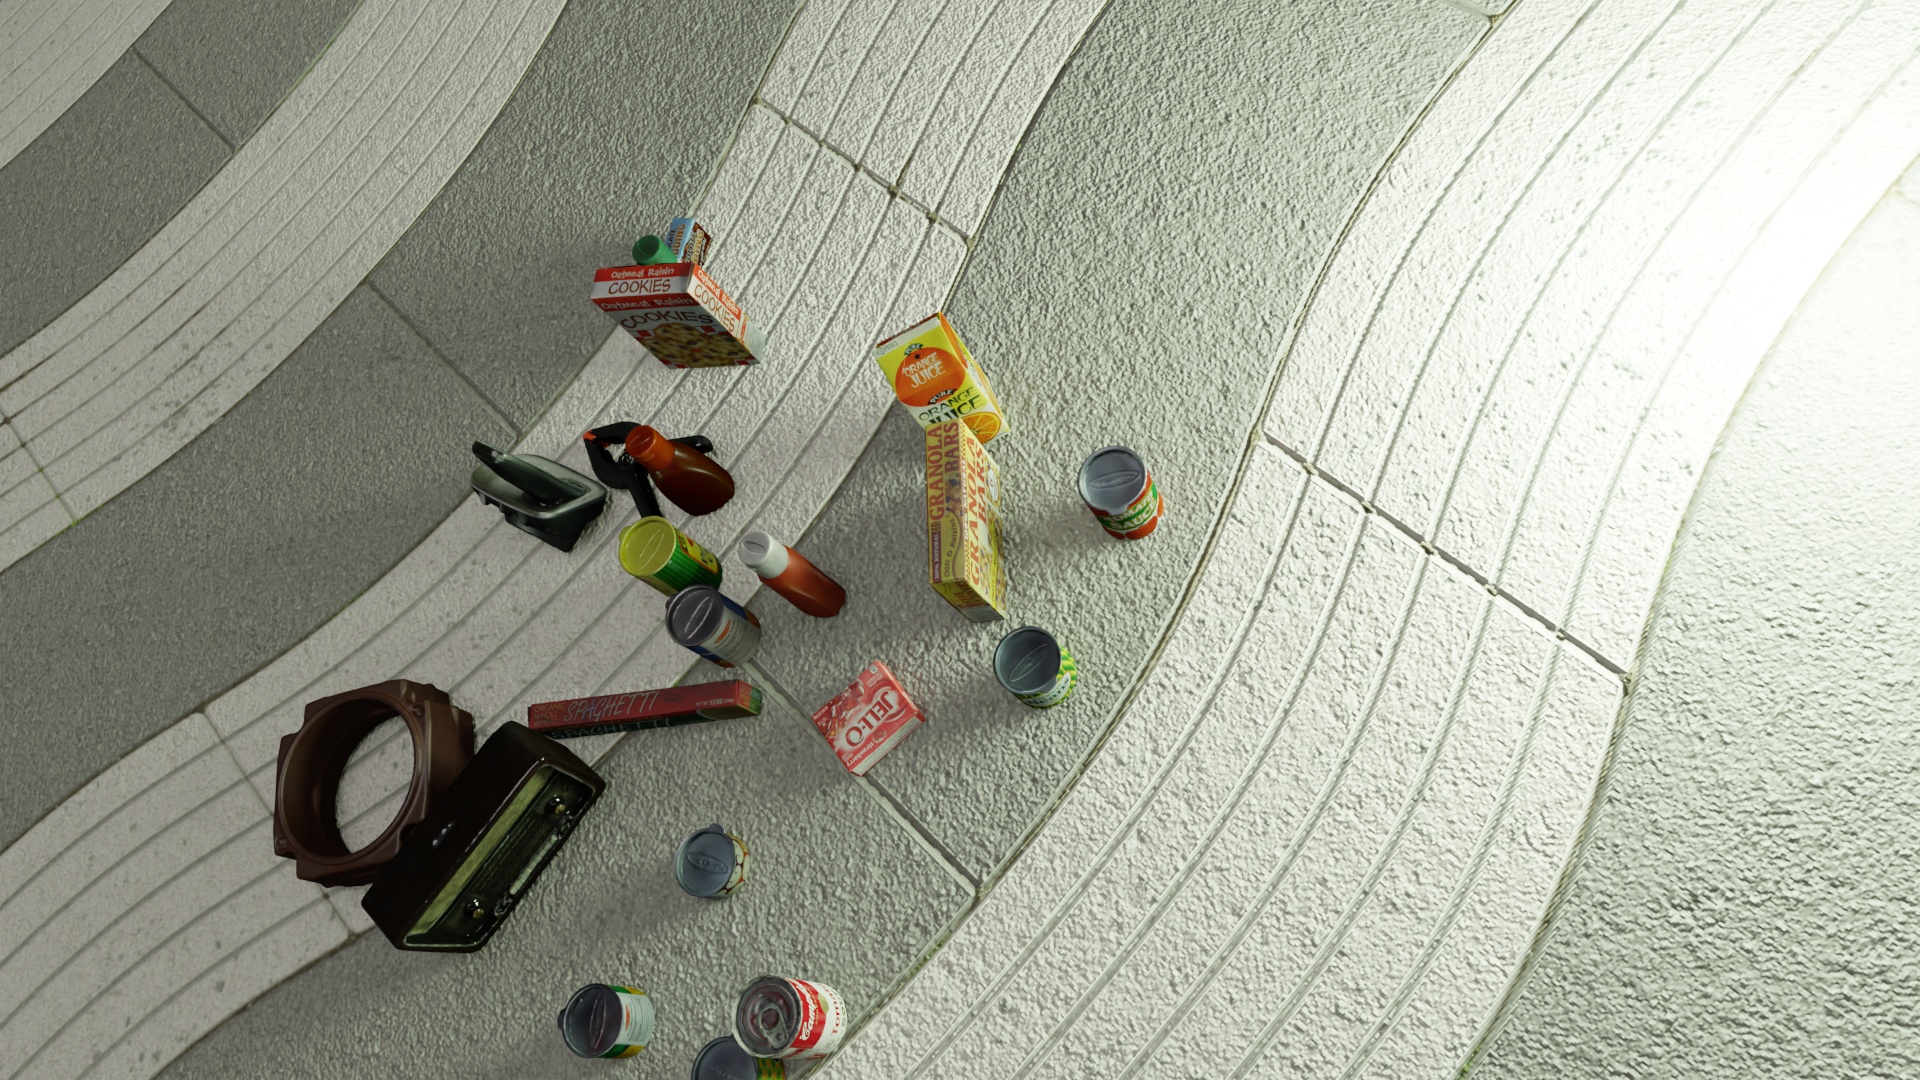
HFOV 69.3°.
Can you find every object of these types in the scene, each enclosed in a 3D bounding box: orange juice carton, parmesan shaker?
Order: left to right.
[{"bbox_3d":[-0.304,0.022,1.455,0.071,0.103,0.071,-7,67,18],"label":"parmesan shaker"},{"bbox_3d":[-0.021,-0.158,1.372,0.072,0.192,0.073,-27,62,9],"label":"orange juice carton"}]

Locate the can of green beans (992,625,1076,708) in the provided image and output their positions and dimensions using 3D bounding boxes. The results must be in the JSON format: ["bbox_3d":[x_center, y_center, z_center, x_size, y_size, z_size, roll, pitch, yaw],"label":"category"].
[{"bbox_3d":[0.070,0.120,1.301,0.071,0.057,0.071,-7,67,18],"label":"can of green beans"}]

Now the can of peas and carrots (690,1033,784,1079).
[{"bbox_3d":[-0.199,0.481,1.253,0.071,0.058,0.071,-7,67,18],"label":"can of peas and carrots"}]

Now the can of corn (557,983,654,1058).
[{"bbox_3d":[-0.335,0.455,1.315,0.071,0.058,0.071,-7,67,18],"label":"can of corn"}]

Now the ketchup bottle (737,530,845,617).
[{"bbox_3d":[-0.170,0.033,1.374,0.065,0.148,0.043,17,76,26],"label":"ketchup bottle"}]

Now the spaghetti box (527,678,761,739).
[{"bbox_3d":[-0.328,0.175,1.432,0.250,0.050,0.029,-9,67,17],"label":"spaghetti box"}]

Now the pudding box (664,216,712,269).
[{"bbox_3d":[-0.328,-0.334,1.641,0.030,0.049,0.084,8,72,23],"label":"pudding box"}]

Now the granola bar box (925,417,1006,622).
[{"bbox_3d":[0.005,-0.017,1.343,0.039,0.124,0.166,-10,66,17],"label":"granola bar box"}]

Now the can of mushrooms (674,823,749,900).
[{"bbox_3d":[-0.240,0.313,1.352,0.071,0.033,0.071,-7,67,18],"label":"can of mushrooms"}]

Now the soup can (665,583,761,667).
[{"bbox_3d":[-0.253,0.087,1.421,0.071,0.083,0.071,-7,67,18],"label":"soup can"}]

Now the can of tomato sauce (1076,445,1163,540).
[{"bbox_3d":[0.154,-0.042,1.321,0.071,0.083,0.071,-7,67,18],"label":"can of tomato sauce"}]

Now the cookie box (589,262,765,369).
[{"bbox_3d":[-0.308,-0.246,1.530,0.123,0.167,0.040,0,70,21],"label":"cookie box"}]

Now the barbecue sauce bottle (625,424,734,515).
[{"bbox_3d":[-0.299,-0.075,1.467,0.065,0.148,0.044,-27,63,9],"label":"barbecue sauce bottle"}]

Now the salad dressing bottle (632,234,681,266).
[{"bbox_3d":[-0.315,-0.289,1.561,0.064,0.147,0.044,38,86,29],"label":"salad dressing bottle"}]
